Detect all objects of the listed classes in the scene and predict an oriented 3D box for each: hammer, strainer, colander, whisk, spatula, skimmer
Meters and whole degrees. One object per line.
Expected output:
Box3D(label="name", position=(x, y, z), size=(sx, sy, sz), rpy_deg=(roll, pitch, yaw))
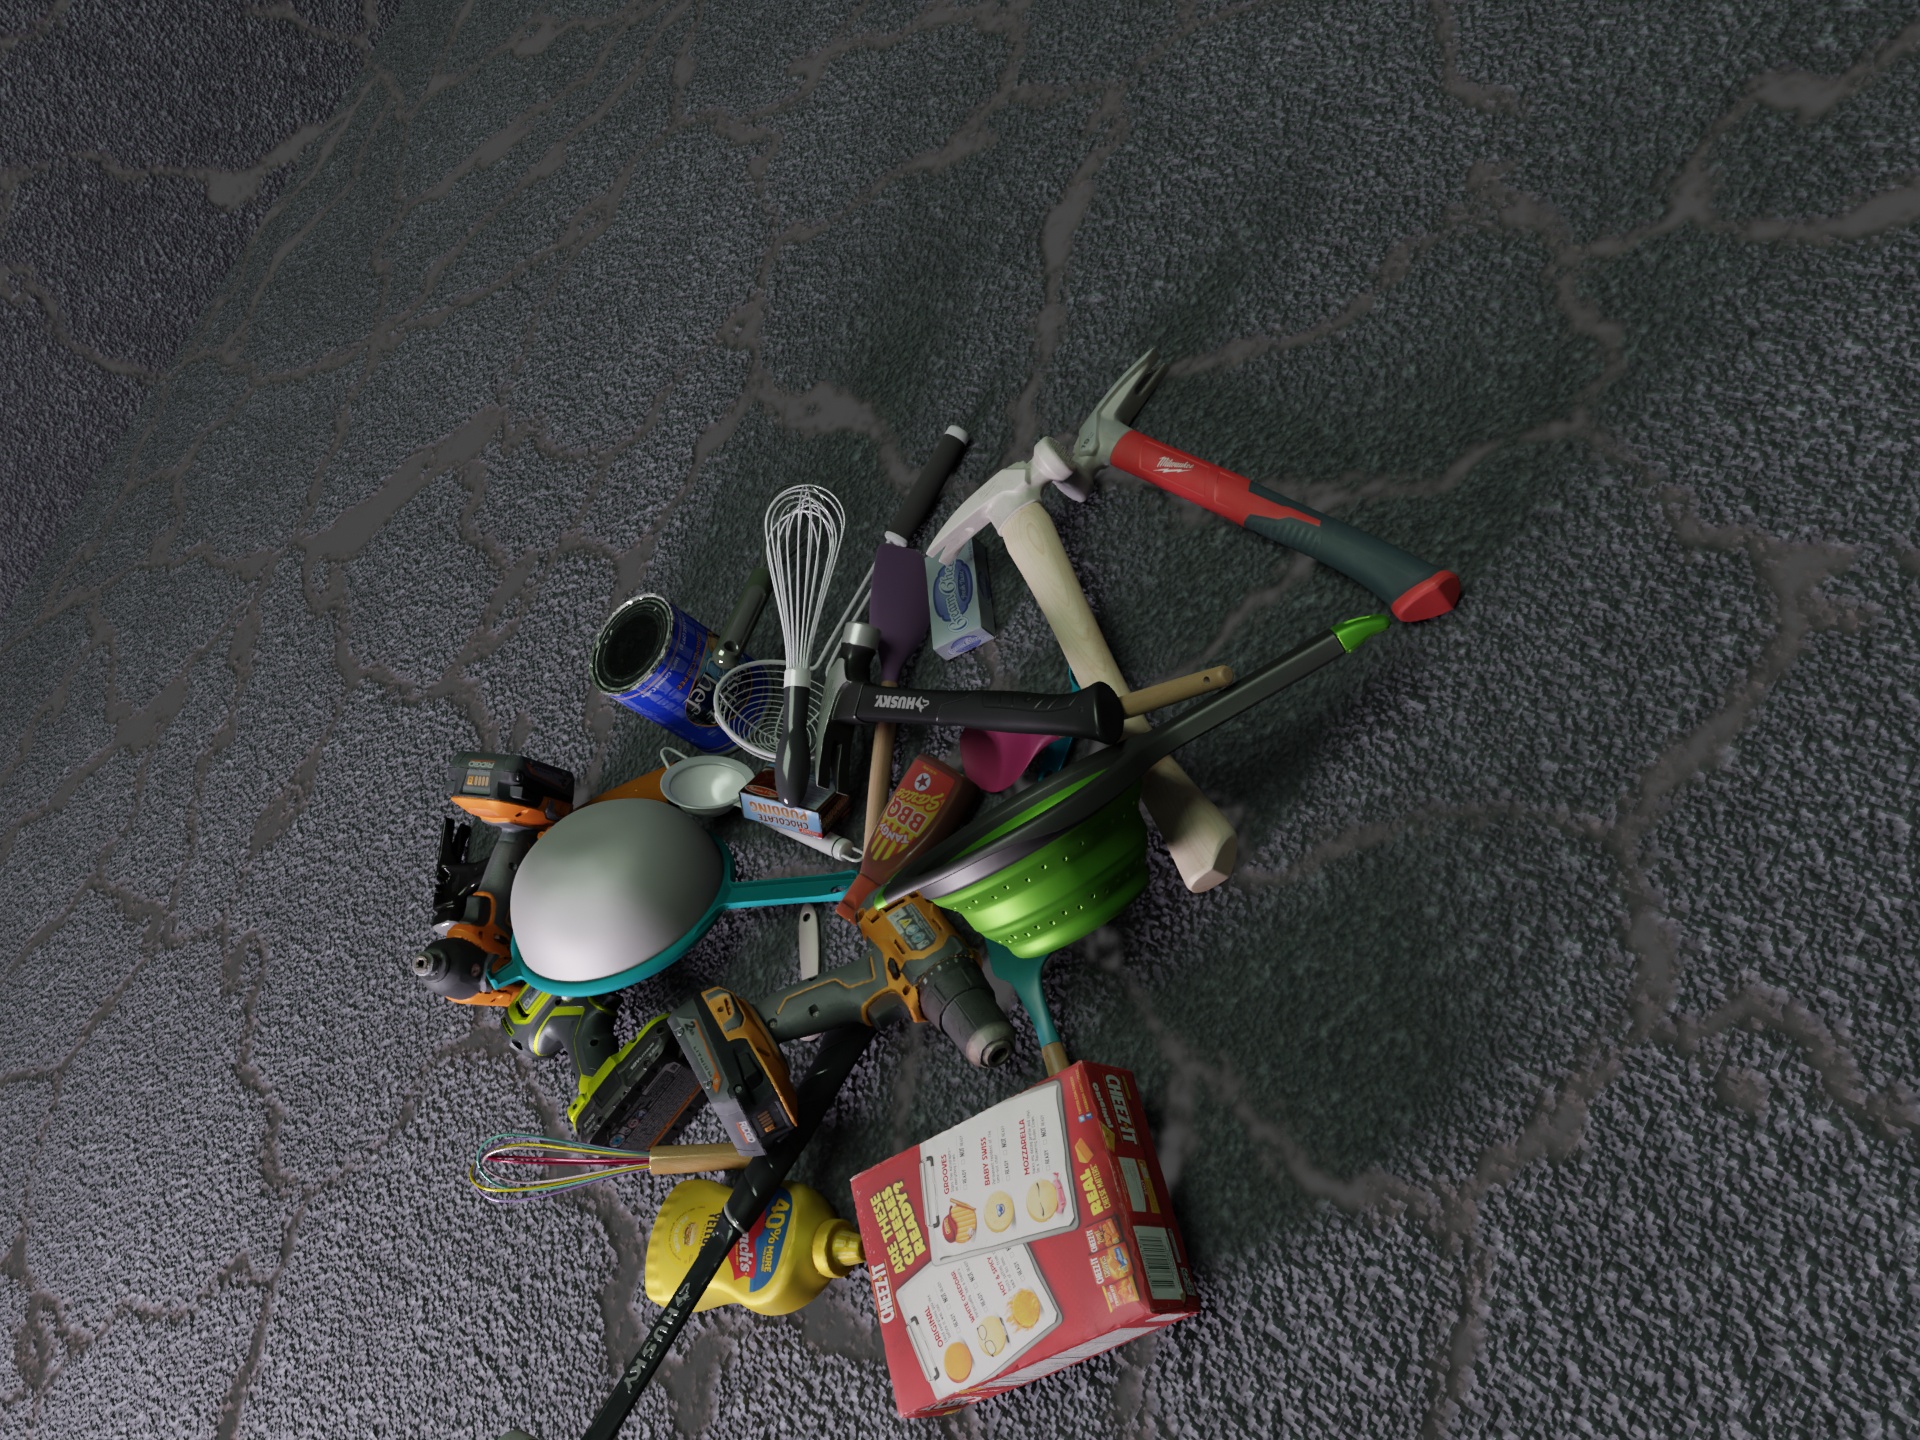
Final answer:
Box3D(label="hammer", position=(-0.394, 0.105, 1.570), size=(0.337, 0.034, 0.127), rpy_deg=(-23, 54, 26))
Box3D(label="strainer", position=(-0.179, 0.083, 1.413), size=(0.259, 0.050, 0.087), rpy_deg=(20, 35, 37))
Box3D(label="hammer", position=(0.236, -0.181, 1.244), size=(0.143, 0.038, 0.387), rpy_deg=(-53, 46, -2))
Box3D(label="colander", position=(0.133, 0.060, 1.095), size=(0.397, 0.204, 0.094), rpy_deg=(-30, 92, 9))
Box3D(label="whisk", position=(-0.265, 0.345, 1.257), size=(0.245, 0.047, 0.051), rpy_deg=(-3, 89, 0))
Box3D(label="spatula", position=(0.079, 0.256, 1.129), size=(0.082, 0.044, 0.318), rpy_deg=(-31, 55, 20))
Box3D(label="hammer", position=(0.097, -0.037, 1.242), size=(0.146, 0.038, 0.411), rpy_deg=(-39, 54, 21))
Box3D(label="strainer", position=(-0.251, 0.127, 1.366), size=(0.340, 0.095, 0.211), rpy_deg=(-7, 36, 21))
Box3D(label="whisk", position=(-0.181, -0.141, 1.495), size=(0.059, 0.057, 0.246), rpy_deg=(-52, 15, 50))
Box3D(label="spatula", position=(-0.061, -0.008, 1.372), size=(0.018, 0.059, 0.316), rpy_deg=(144, 136, -61))
Box3D(label="whisk", position=(-0.136, -0.066, 1.356), size=(0.070, 0.070, 0.285), rpy_deg=(-7, 76, 35))
Box3D(label="hammer", position=(-0.171, 0.378, 1.151), size=(0.149, 0.036, 0.409), rpy_deg=(2, 47, 42))
Box3D(label="hammer", position=(-0.002, -0.004, 1.243), size=(0.335, 0.035, 0.146), rpy_deg=(4, 77, 49))
Box3D(label="skimmer", position=(-0.090, -0.121, 1.426), size=(0.127, 0.090, 0.363), rpy_deg=(28, 80, 11))

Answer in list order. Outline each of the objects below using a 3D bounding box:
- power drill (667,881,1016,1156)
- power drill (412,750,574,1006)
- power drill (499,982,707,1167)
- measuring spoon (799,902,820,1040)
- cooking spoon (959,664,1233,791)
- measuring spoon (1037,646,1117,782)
Box3D(label="power drill", position=(-0.083, 0.230, 1.182), size=(0.226, 0.084, 0.186), rpy_deg=(-29, 42, -14))
Box3D(label="power drill", position=(-0.432, 0.146, 1.458), size=(0.084, 0.164, 0.226), rpy_deg=(3, 80, 17))
Box3D(label="power drill", position=(-0.302, 0.263, 1.382), size=(0.171, 0.080, 0.223), rpy_deg=(-51, 43, 1))
Box3D(label="measuring spoon", position=(-0.129, 0.205, 1.319), size=(0.034, 0.018, 0.124), rpy_deg=(-24, 52, 26))
Box3D(label="cooking spoon", position=(0.091, 0.001, 1.191), size=(0.319, 0.017, 0.069), rpy_deg=(-20, 79, 54))
Box3D(label="measuring spoon", position=(0.093, -0.001, 1.271), size=(0.042, 0.021, 0.128), rpy_deg=(21, 89, 40))
